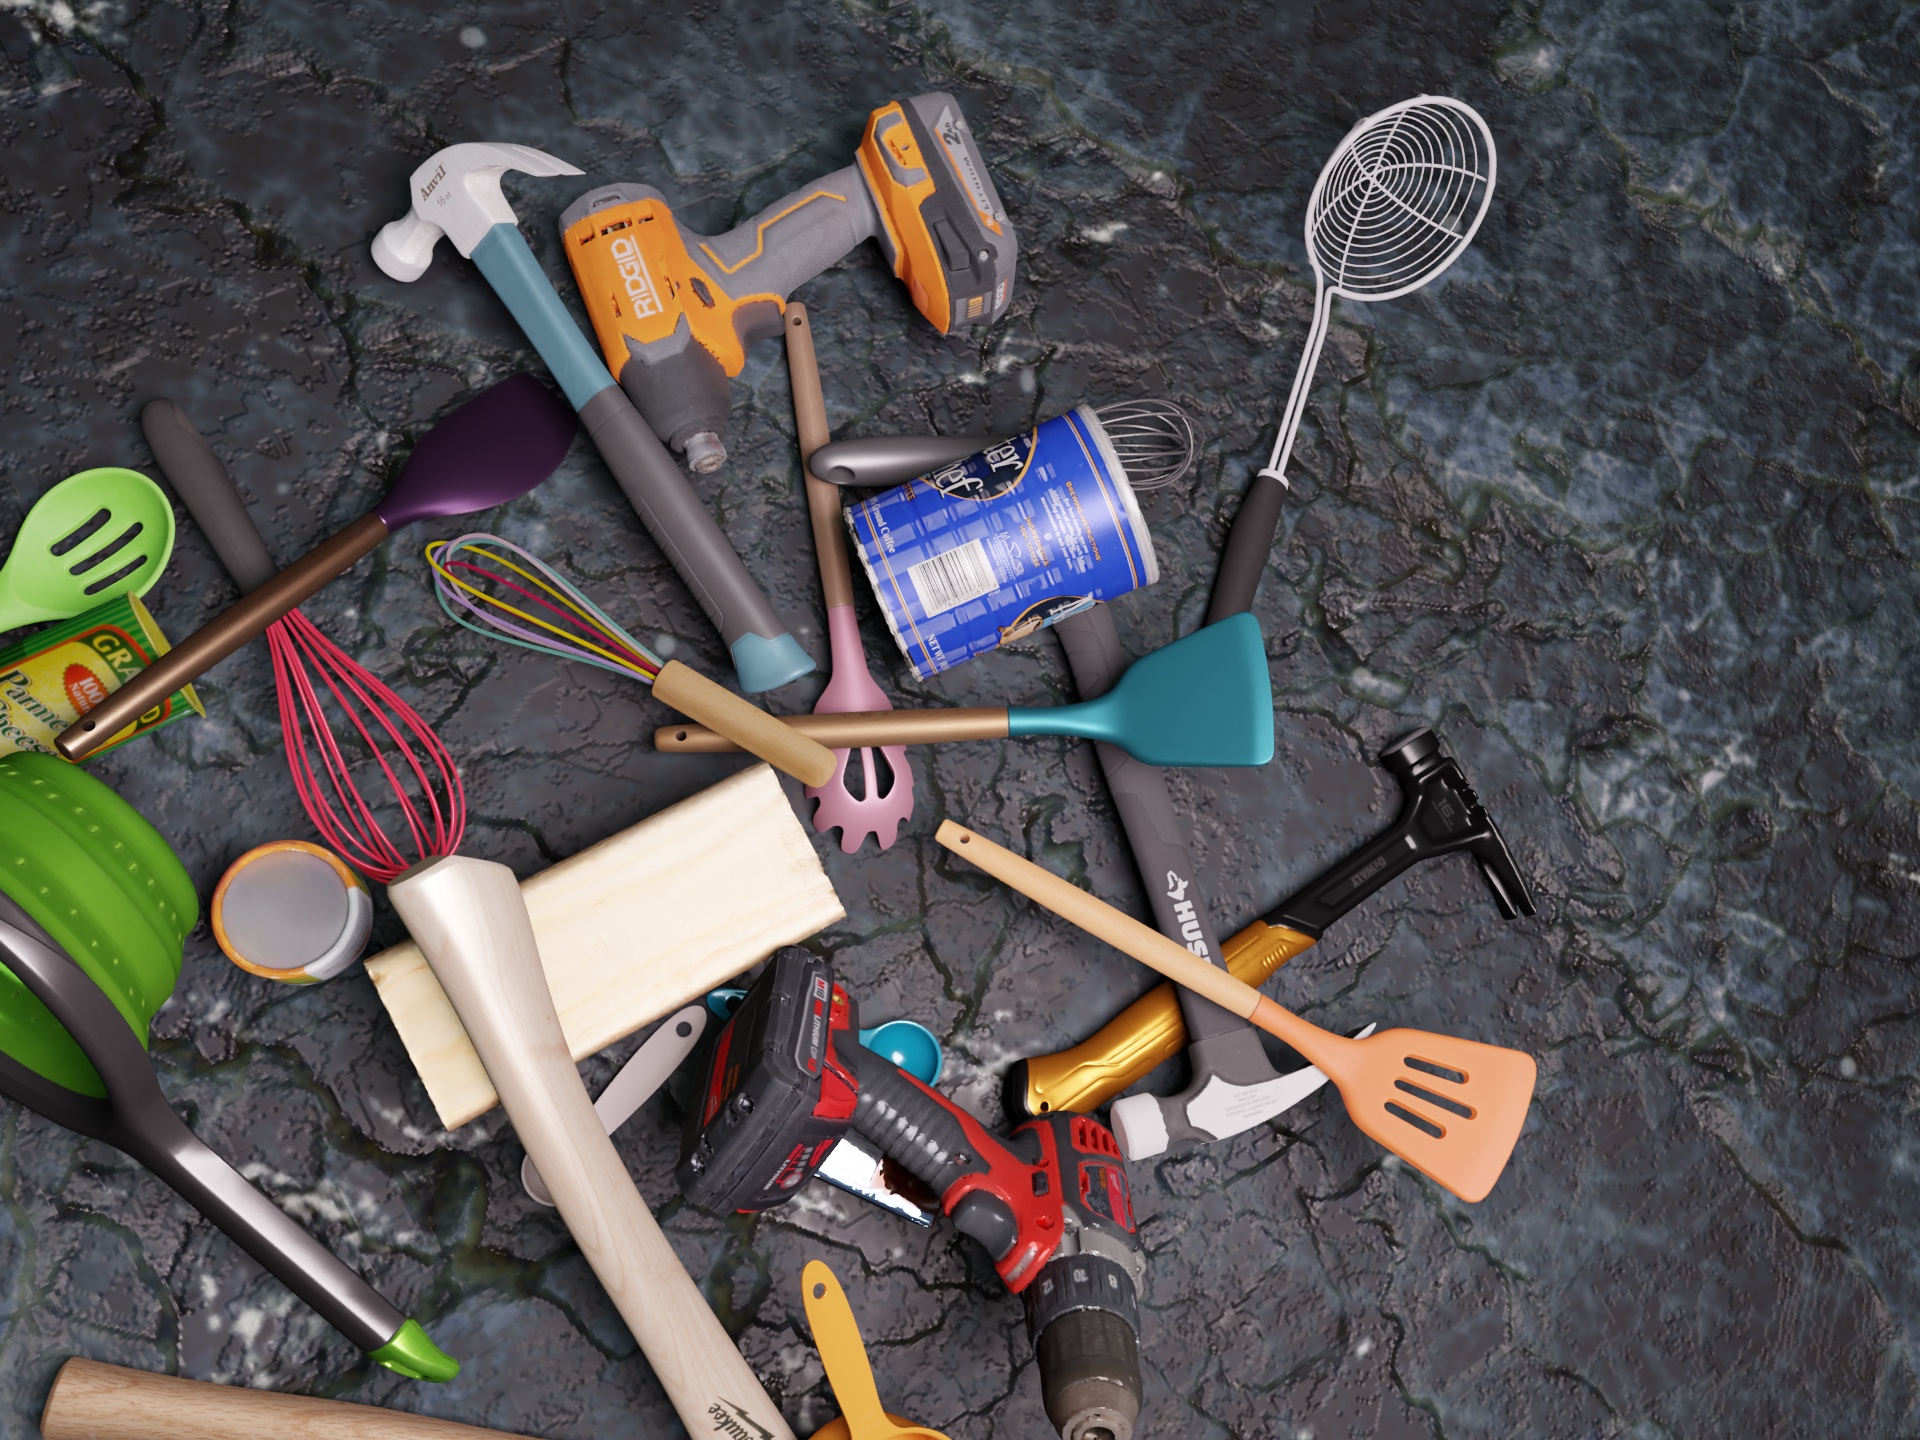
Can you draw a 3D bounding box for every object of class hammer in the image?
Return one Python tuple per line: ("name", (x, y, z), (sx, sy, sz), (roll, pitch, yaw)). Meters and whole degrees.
("hammer", (-0.181, -0.154, 0.825), (0.331, 0.128, 0.033), (56, 34, 1))
("hammer", (0.171, 0.137, 0.894), (0.337, 0.034, 0.127), (-31, 86, -17))
("hammer", (0.110, 0.057, 0.872), (0.146, 0.035, 0.335), (-13, 74, -12))
("hammer", (-0.152, 0.249, 0.711), (0.146, 0.038, 0.410), (-34, 105, -36))
("hammer", (-0.252, 0.342, 0.749), (0.331, 0.031, 0.130), (14, 76, -10))

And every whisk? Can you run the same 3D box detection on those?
("whisk", (-0.333, -0.040, 0.795), (0.073, 0.073, 0.296), (-31, 82, -18))
("whisk", (-0.173, -0.031, 0.815), (0.245, 0.047, 0.051), (30, 82, 8))
("whisk", (0.030, -0.153, 0.904), (0.239, 0.055, 0.055), (-7, 80, -19))

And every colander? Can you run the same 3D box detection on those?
("colander", (-0.353, 0.139, 0.711), (0.397, 0.204, 0.094), (47, 49, -12))

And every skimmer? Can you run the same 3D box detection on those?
("skimmer", (0.226, -0.199, 0.947), (0.127, 0.090, 0.363), (31, 73, -39))

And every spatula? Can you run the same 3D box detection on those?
("spatula", (-0.305, -0.081, 0.786), (0.060, 0.018, 0.316), (43, 54, -1))
("spatula", (0.131, 0.131, 0.809), (0.322, 0.041, 0.081), (29, 72, 4))
("spatula", (-0.001, -0.003, 0.824), (0.317, 0.044, 0.082), (-4, 75, -1))

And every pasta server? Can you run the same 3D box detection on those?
("pasta server", (-0.072, -0.085, 0.886), (0.060, 0.040, 0.316), (-6, 76, -15))

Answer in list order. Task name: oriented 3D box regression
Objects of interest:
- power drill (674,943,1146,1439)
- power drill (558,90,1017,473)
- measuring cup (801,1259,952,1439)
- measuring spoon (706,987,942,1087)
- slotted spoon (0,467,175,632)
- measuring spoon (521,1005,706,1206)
("power drill", (-0.011, 0.218, 0.723), (0.226, 0.188, 0.080), (32, 109, -14))
("power drill", (-0.087, -0.236, 0.868), (0.226, 0.084, 0.164), (-20, 78, -6))
("measuring cup", (-0.053, 0.323, 0.724), (0.095, 0.052, 0.173), (-21, 96, -36))
("measuring spoon", (-0.073, 0.168, 0.840), (0.128, 0.021, 0.042), (18, 64, 0))
("slotted spoon", (-0.519, -0.019, 0.761), (0.314, 0.031, 0.070), (-38, 89, -16))
("measuring spoon", (-0.174, 0.194, 0.810), (0.034, 0.018, 0.124), (43, 66, -2))
